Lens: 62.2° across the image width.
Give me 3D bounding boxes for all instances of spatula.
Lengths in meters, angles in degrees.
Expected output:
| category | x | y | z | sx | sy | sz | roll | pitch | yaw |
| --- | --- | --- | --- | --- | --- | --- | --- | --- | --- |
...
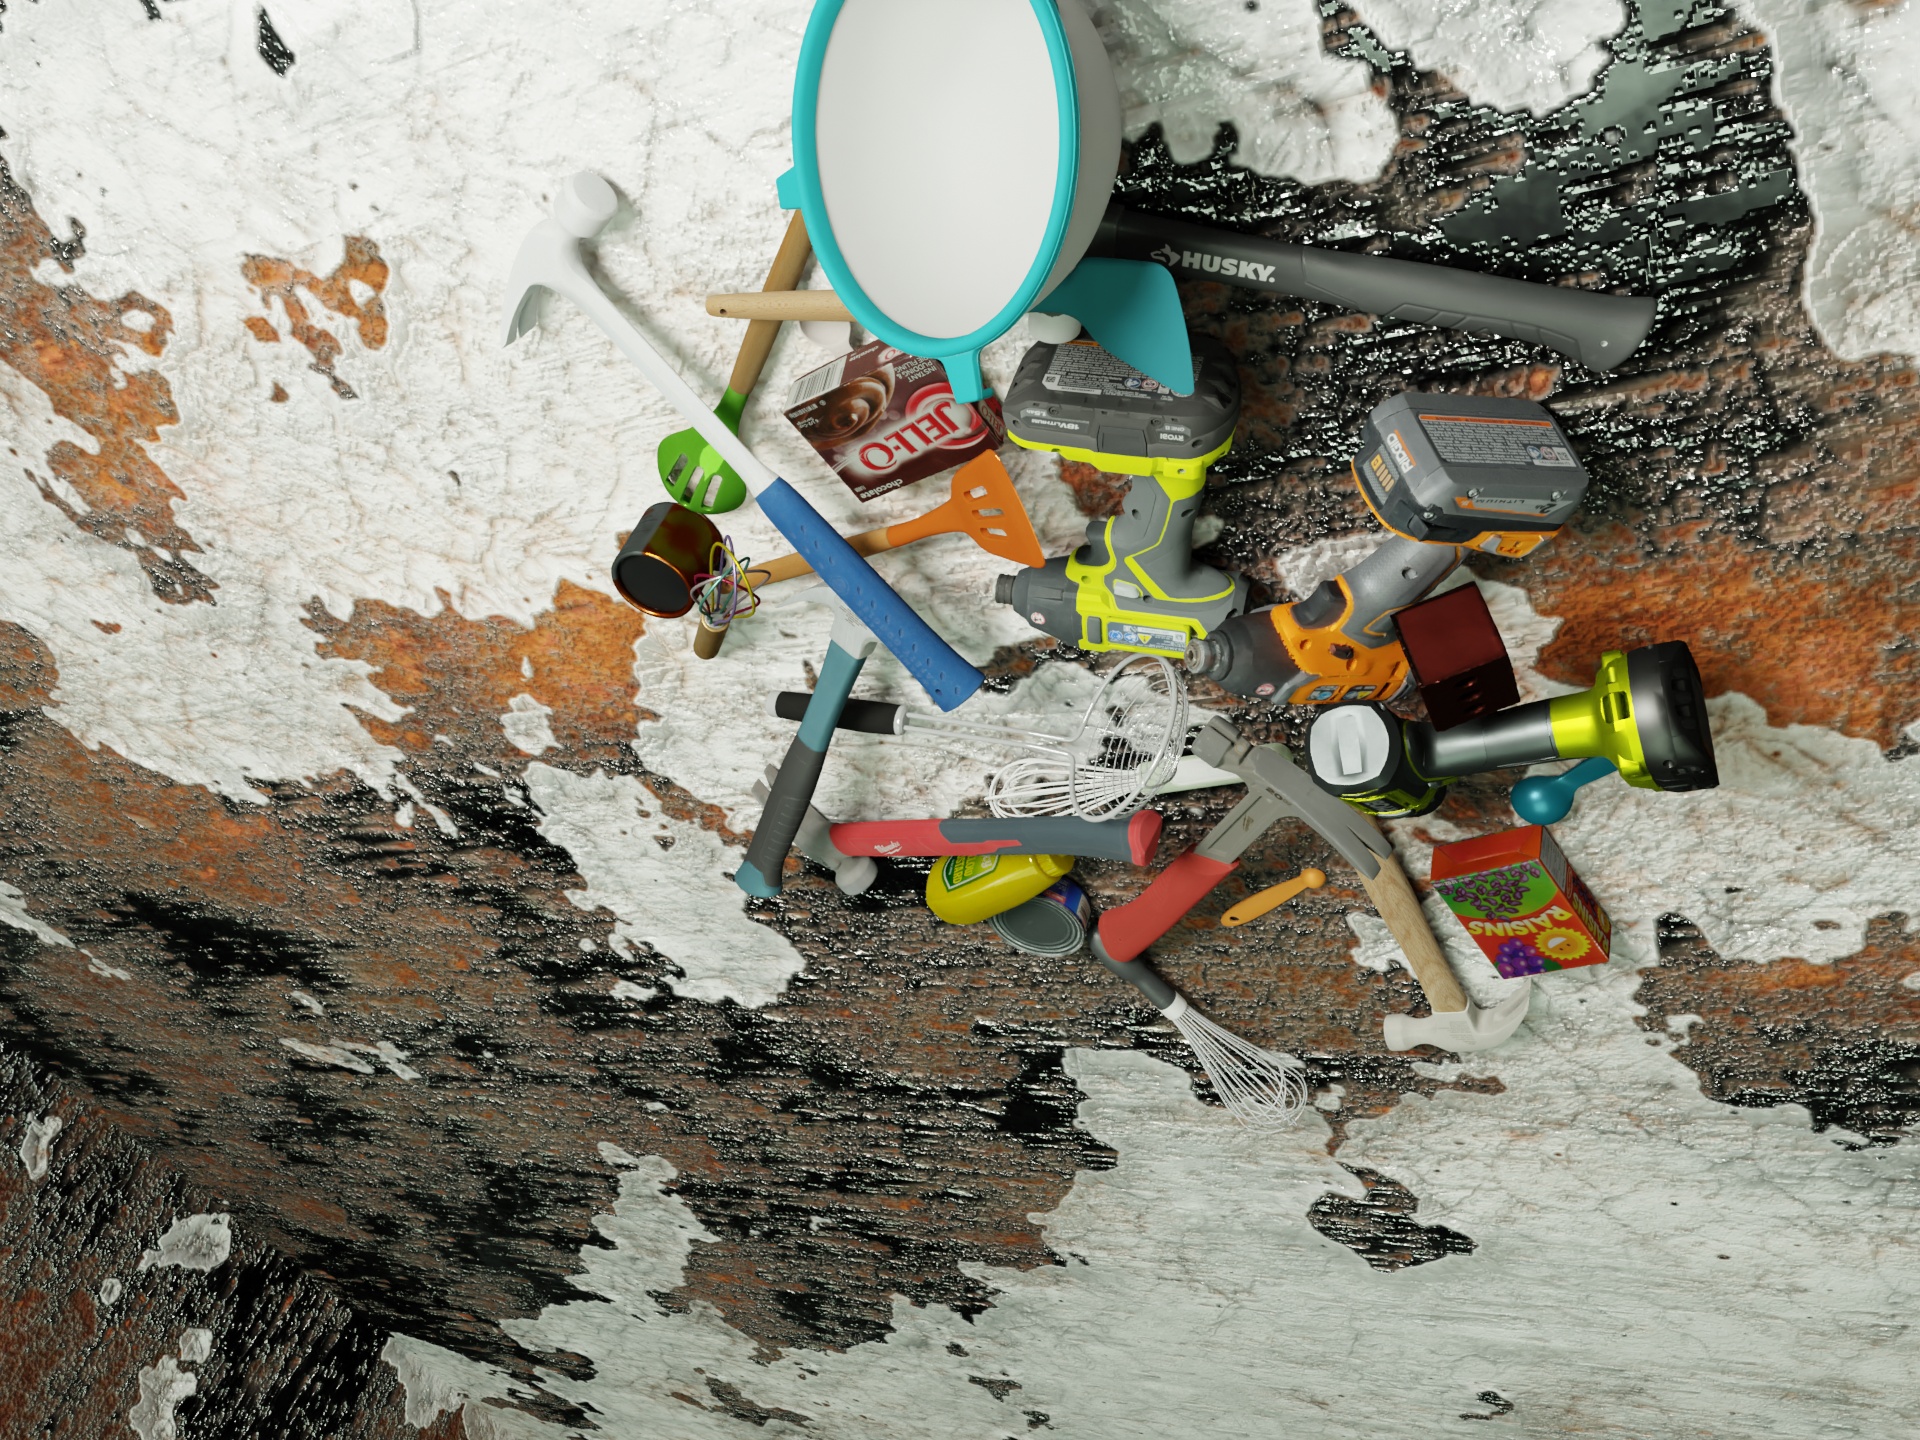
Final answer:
| category | x | y | z | sx | sy | sz | roll | pitch | yaw |
| --- | --- | --- | --- | --- | --- | --- | --- | --- | --- |
| spatula | -0.068 | -0.118 | 1.087 | 0.323 | 0.041 | 0.081 | -10 | 113 | 42 |
| spatula | -0.016 | -0.234 | 0.915 | 0.317 | 0.044 | 0.082 | 6 | 142 | 25 |

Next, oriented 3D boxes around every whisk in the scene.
| category | x | y | z | sx | sy | sz | roll | pitch | yaw |
| --- | --- | --- | --- | --- | --- | --- | --- | --- | --- |
| whisk | -0.173 | -0.075 | 1.139 | 0.047 | 0.051 | 0.245 | 32 | 164 | -6 |
| whisk | 0.131 | 0.045 | 1.203 | 0.246 | 0.058 | 0.059 | -10 | 174 | 26 |
| whisk | 0.210 | 0.272 | 1.414 | 0.284 | 0.070 | 0.070 | 44 | 135 | -18 |

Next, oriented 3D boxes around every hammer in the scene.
| category | x | y | z | sx | sy | sz | roll | pitch | yaw |
| --- | --- | --- | --- | --- | --- | --- | --- | --- | --- |
| hammer | 0.201 | -0.245 | 0.861 | 0.335 | 0.035 | 0.146 | 13 | 140 | 10 |
| hammer | -0.117 | 0.025 | 1.226 | 0.128 | 0.033 | 0.330 | 41 | 132 | 18 |
| hammer | -0.007 | 0.081 | 1.245 | 0.386 | 0.038 | 0.143 | -6 | 133 | 47 |
| hammer | 0.348 | 0.153 | 1.237 | 0.130 | 0.031 | 0.331 | -10 | 130 | 32 |
| hammer | 0.186 | 0.121 | 1.207 | 0.149 | 0.037 | 0.359 | 39 | 152 | 6 |
| hammer | -0.137 | -0.159 | 1.043 | 0.405 | 0.035 | 0.144 | 47 | 137 | -11 |

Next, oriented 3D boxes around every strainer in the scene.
| category | x | y | z | sx | sy | sz | roll | pitch | yaw |
| --- | --- | --- | --- | --- | --- | --- | --- | --- | --- |
| strainer | 0.035 | -0.339 | 0.774 | 0.211 | 0.095 | 0.340 | 51 | 135 | 24 |

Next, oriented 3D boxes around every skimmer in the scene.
| category | x | y | z | sx | sy | sz | roll | pitch | yaw |
| --- | --- | --- | --- | --- | --- | --- | --- | --- | --- |
| skimmer | -0.002 | -0.004 | 1.171 | 0.363 | 0.127 | 0.090 | 8 | 163 | 27 |

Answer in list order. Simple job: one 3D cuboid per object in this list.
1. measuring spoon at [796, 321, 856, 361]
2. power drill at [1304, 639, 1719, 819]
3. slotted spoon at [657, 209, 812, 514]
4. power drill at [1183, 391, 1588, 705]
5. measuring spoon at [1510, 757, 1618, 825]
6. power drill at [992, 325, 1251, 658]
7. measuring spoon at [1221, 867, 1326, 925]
| category | x | y | z | sx | sy | sz | roll | pitch | yaw |
| --- | --- | --- | --- | --- | --- | --- | --- | --- | --- |
| measuring spoon | -0.061 | -0.224 | 1.018 | 0.034 | 0.018 | 0.124 | -14 | 135 | 28 |
| power drill | 0.354 | 0.019 | 1.020 | 0.228 | 0.080 | 0.190 | -11 | 164 | 28 |
| slotted spoon | -0.137 | -0.235 | 1.027 | 0.070 | 0.031 | 0.313 | 30 | 138 | -5 |
| power drill | 0.239 | -0.087 | 0.940 | 0.164 | 0.084 | 0.226 | -2 | 146 | -24 |
| measuring spoon | 0.429 | 0.041 | 1.084 | 0.042 | 0.021 | 0.128 | 33 | 140 | -13 |
| power drill | 0.097 | -0.131 | 1.002 | 0.171 | 0.080 | 0.223 | 9 | 141 | 15 |
| measuring spoon | 0.251 | 0.147 | 1.287 | 0.021 | 0.011 | 0.117 | 35 | 138 | -16 |
